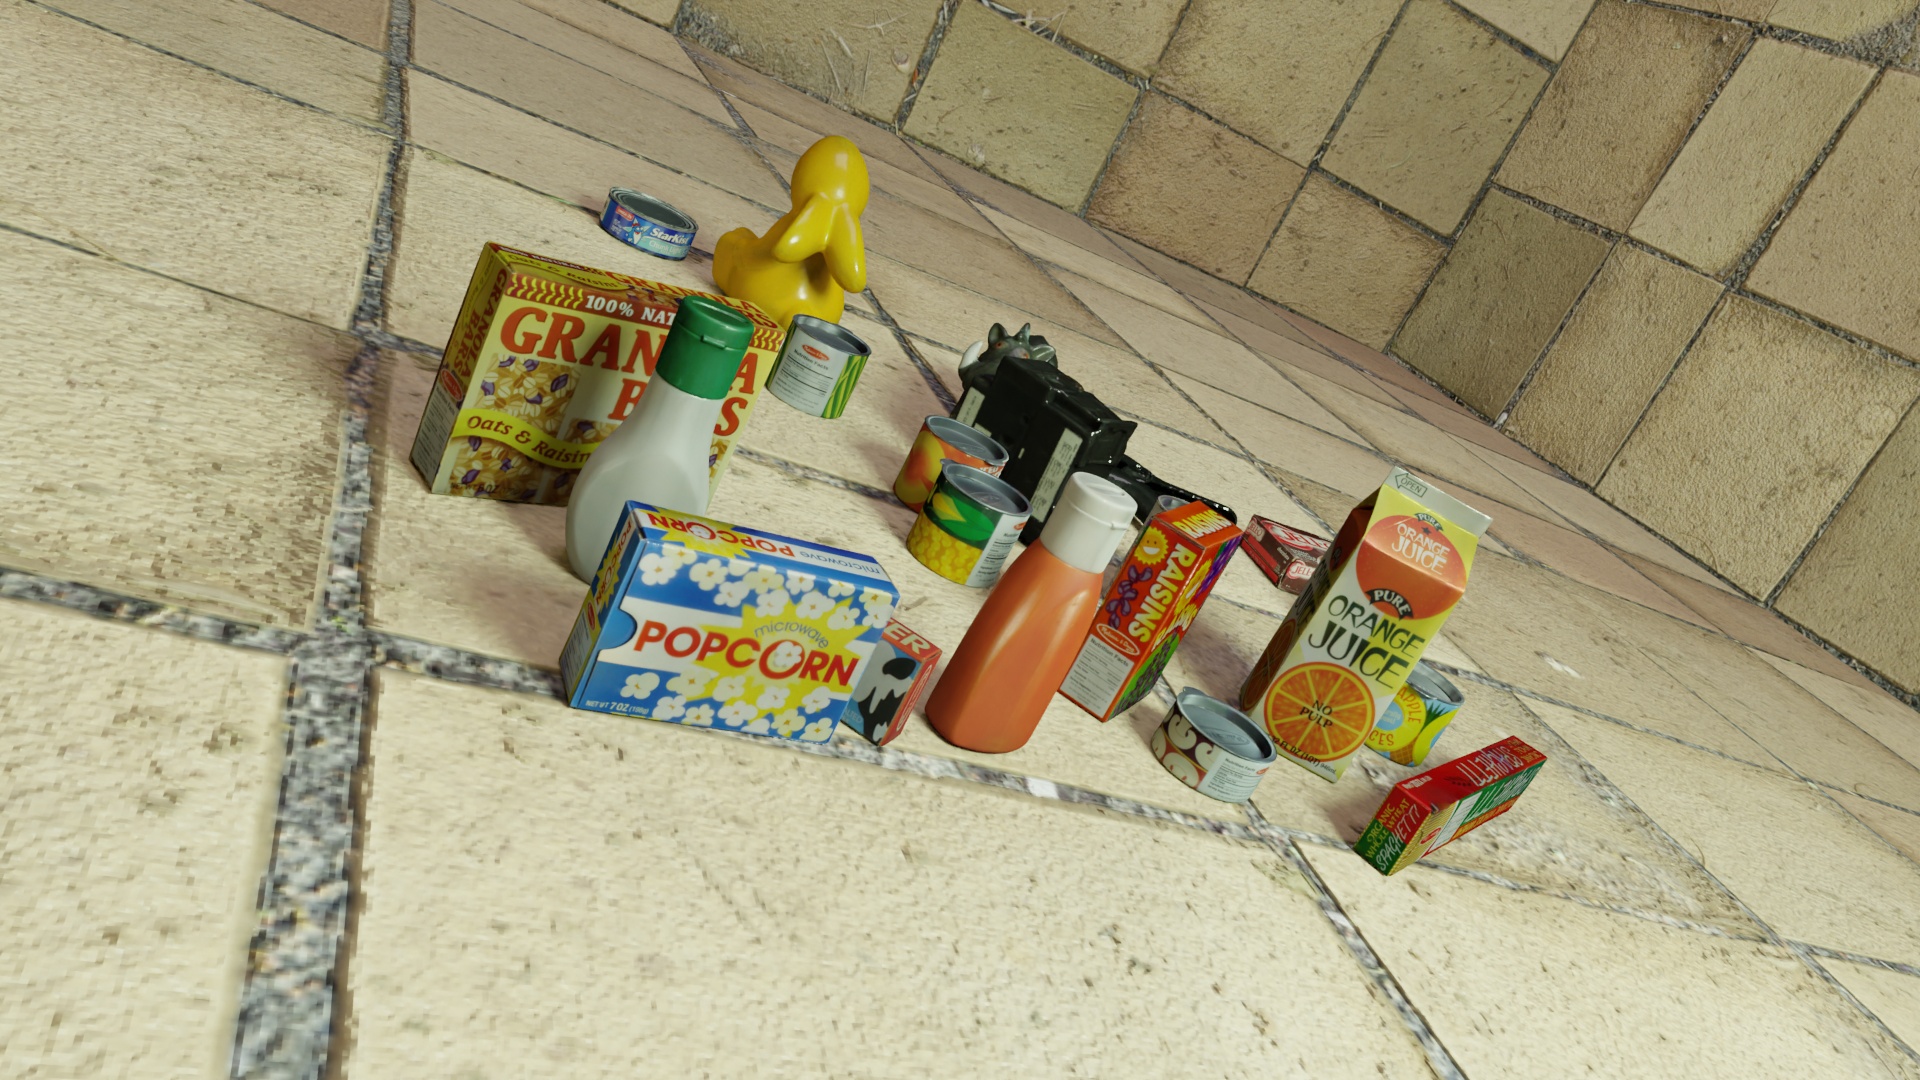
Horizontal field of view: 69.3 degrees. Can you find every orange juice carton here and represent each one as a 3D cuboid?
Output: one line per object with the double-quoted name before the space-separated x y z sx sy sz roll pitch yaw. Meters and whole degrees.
"orange juice carton" 0.257 0.050 0.888 0.072 0.192 0.073 28 19 2

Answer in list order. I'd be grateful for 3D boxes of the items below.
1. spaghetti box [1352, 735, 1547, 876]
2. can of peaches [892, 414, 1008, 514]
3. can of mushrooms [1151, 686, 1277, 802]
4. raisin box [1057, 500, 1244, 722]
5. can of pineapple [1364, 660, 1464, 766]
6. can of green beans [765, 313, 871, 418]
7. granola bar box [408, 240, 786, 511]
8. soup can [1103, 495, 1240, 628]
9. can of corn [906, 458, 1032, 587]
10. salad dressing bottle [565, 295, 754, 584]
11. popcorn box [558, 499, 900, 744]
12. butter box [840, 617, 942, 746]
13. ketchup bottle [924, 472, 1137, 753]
"spaghetti box" 0.321 0.166 0.894 0.029 0.050 0.250 39 22 30
"can of peaches" -0.006 -0.048 0.992 0.071 0.058 0.071 24 19 -9
"can of mushrooms" 0.146 0.119 0.809 0.071 0.033 0.071 24 20 -9
"raisin box" 0.114 0.040 0.829 0.040 0.123 0.086 34 20 19
"can of pineapple" 0.314 0.119 0.990 0.071 0.057 0.071 24 19 -9
"can of green beans" -0.110 -0.134 1.075 0.071 0.057 0.071 24 19 -9
"granola bar box" -0.188 -0.079 0.733 0.166 0.123 0.039 5 29 -47
"soup can" 0.151 0.020 0.988 0.071 0.083 0.071 24 19 -9
"can of corn" 0.003 -0.011 0.913 0.071 0.058 0.071 24 19 -9
"salad dressing bottle" -0.144 -0.045 0.672 0.064 0.147 0.044 20 20 -21
"popcorn box" -0.100 0.039 0.611 0.127 0.085 0.038 14 23 -33
"butter box" -0.065 0.050 0.677 0.103 0.053 0.024 33 20 14
"ketchup bottle" 0.039 0.038 0.701 0.065 0.148 0.044 8 27 -44
